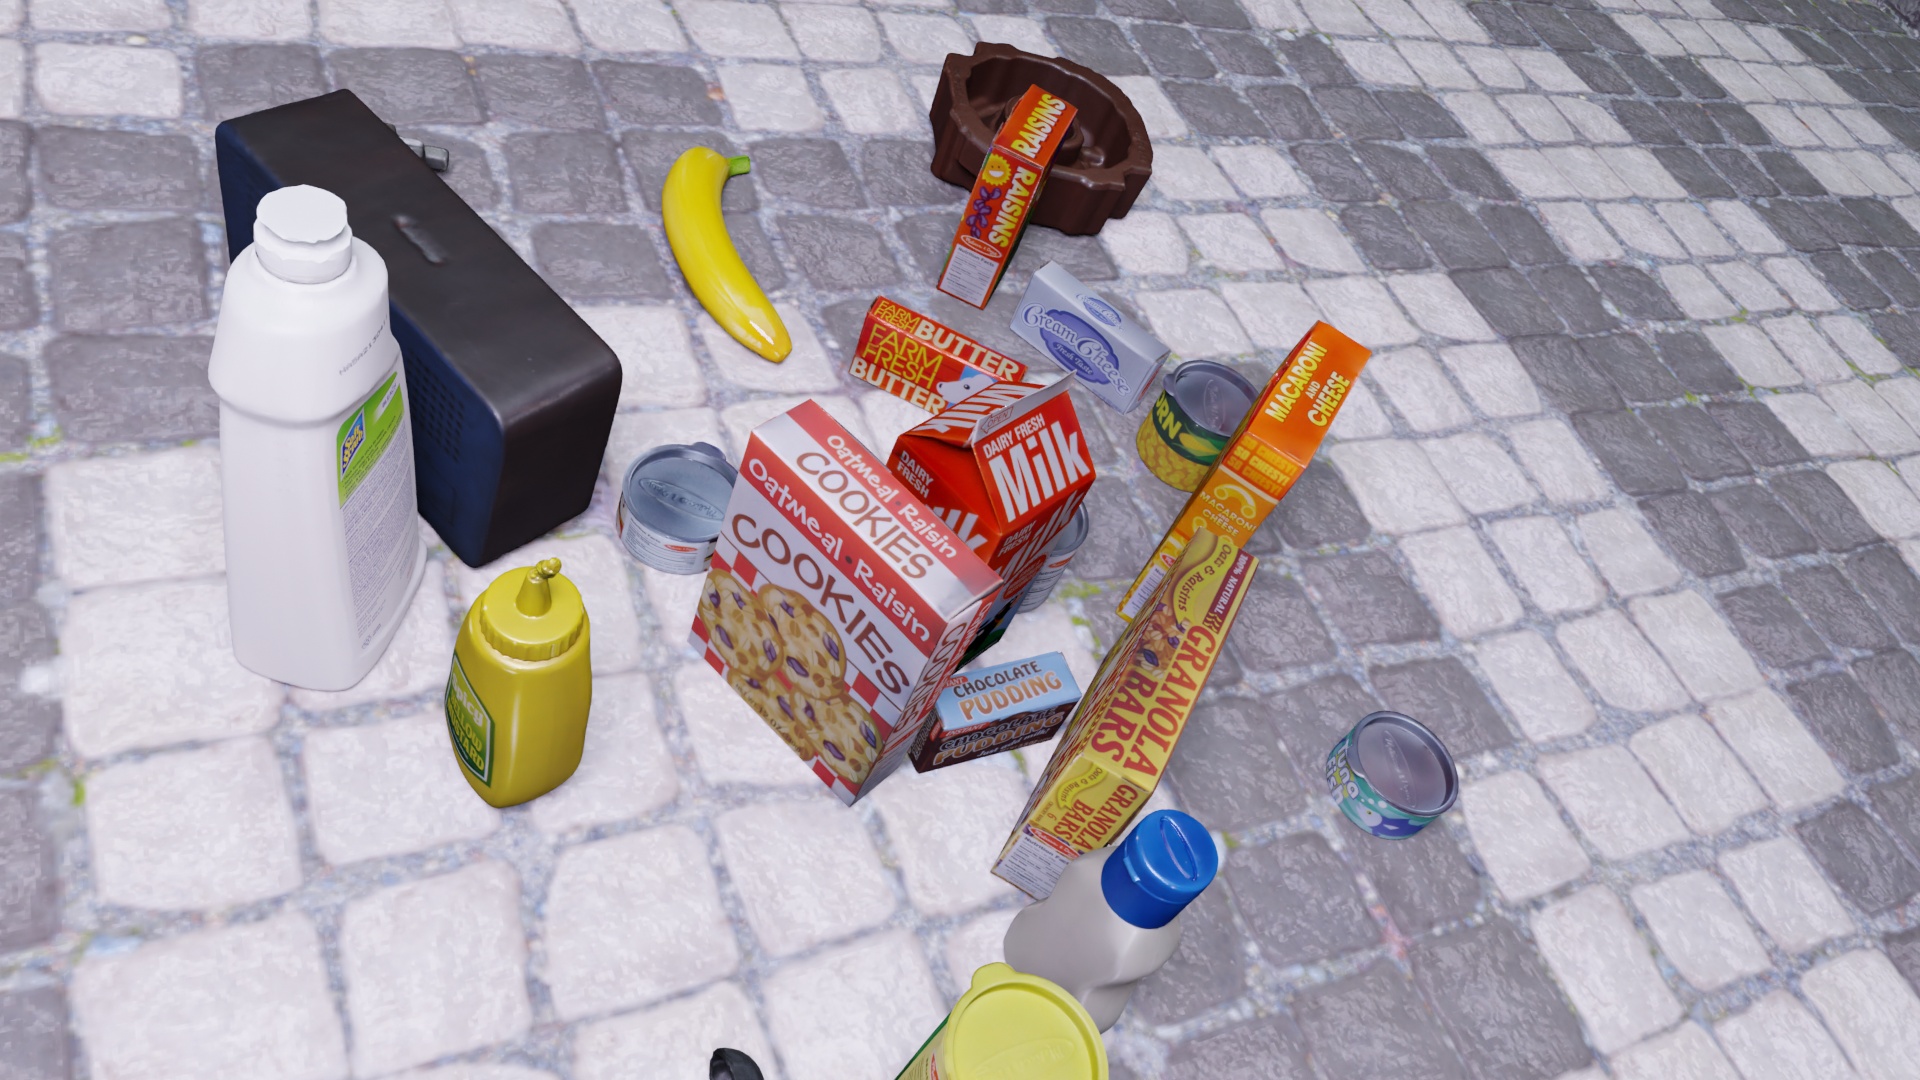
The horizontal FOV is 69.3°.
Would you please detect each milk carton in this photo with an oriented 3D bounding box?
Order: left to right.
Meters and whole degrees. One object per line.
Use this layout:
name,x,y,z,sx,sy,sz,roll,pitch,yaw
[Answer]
milk carton,0.002,-0.009,0.692,0.073,0.189,0.073,45,50,16

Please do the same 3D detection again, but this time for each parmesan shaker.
parmesan shaker,0.009,0.224,0.562,0.071,0.102,0.072,12,49,-14

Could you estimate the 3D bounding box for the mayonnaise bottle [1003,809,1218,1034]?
mayonnaise bottle,0.064,0.166,0.602,0.041,0.147,0.065,-8,56,-28

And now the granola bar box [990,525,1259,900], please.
granola bar box,0.084,0.087,0.692,0.039,0.123,0.166,32,47,4

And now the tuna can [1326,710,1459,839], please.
tuna can,0.240,0.132,0.782,0.071,0.032,0.071,12,49,-14

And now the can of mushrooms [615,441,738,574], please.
can of mushrooms,-0.148,-0.018,0.743,0.071,0.033,0.071,12,49,-14

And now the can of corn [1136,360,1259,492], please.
can of corn,0.152,-0.074,0.898,0.071,0.058,0.071,12,49,-14

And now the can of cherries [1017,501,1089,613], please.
can of cherries,0.030,-0.003,0.788,0.071,0.058,0.072,12,49,-14

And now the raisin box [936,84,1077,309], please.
raisin box,0.030,-0.229,0.931,0.040,0.122,0.086,27,47,0

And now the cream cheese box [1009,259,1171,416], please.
cream cheese box,0.084,-0.134,0.923,0.104,0.053,0.024,40,48,11

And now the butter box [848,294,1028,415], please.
butter box,-0.015,-0.106,0.858,0.103,0.052,0.024,26,47,-1

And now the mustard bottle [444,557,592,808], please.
mustard bottle,-0.184,0.053,0.583,0.049,0.159,0.065,-22,63,-35

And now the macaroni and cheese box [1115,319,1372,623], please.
macaroni and cheese box,0.159,-0.031,0.792,0.040,0.165,0.124,34,48,6

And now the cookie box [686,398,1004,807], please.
cookie box,-0.060,0.033,0.647,0.123,0.166,0.040,43,49,14

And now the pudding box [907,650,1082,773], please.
pudding box,0.015,0.087,0.713,0.084,0.049,0.030,-10,57,-29
